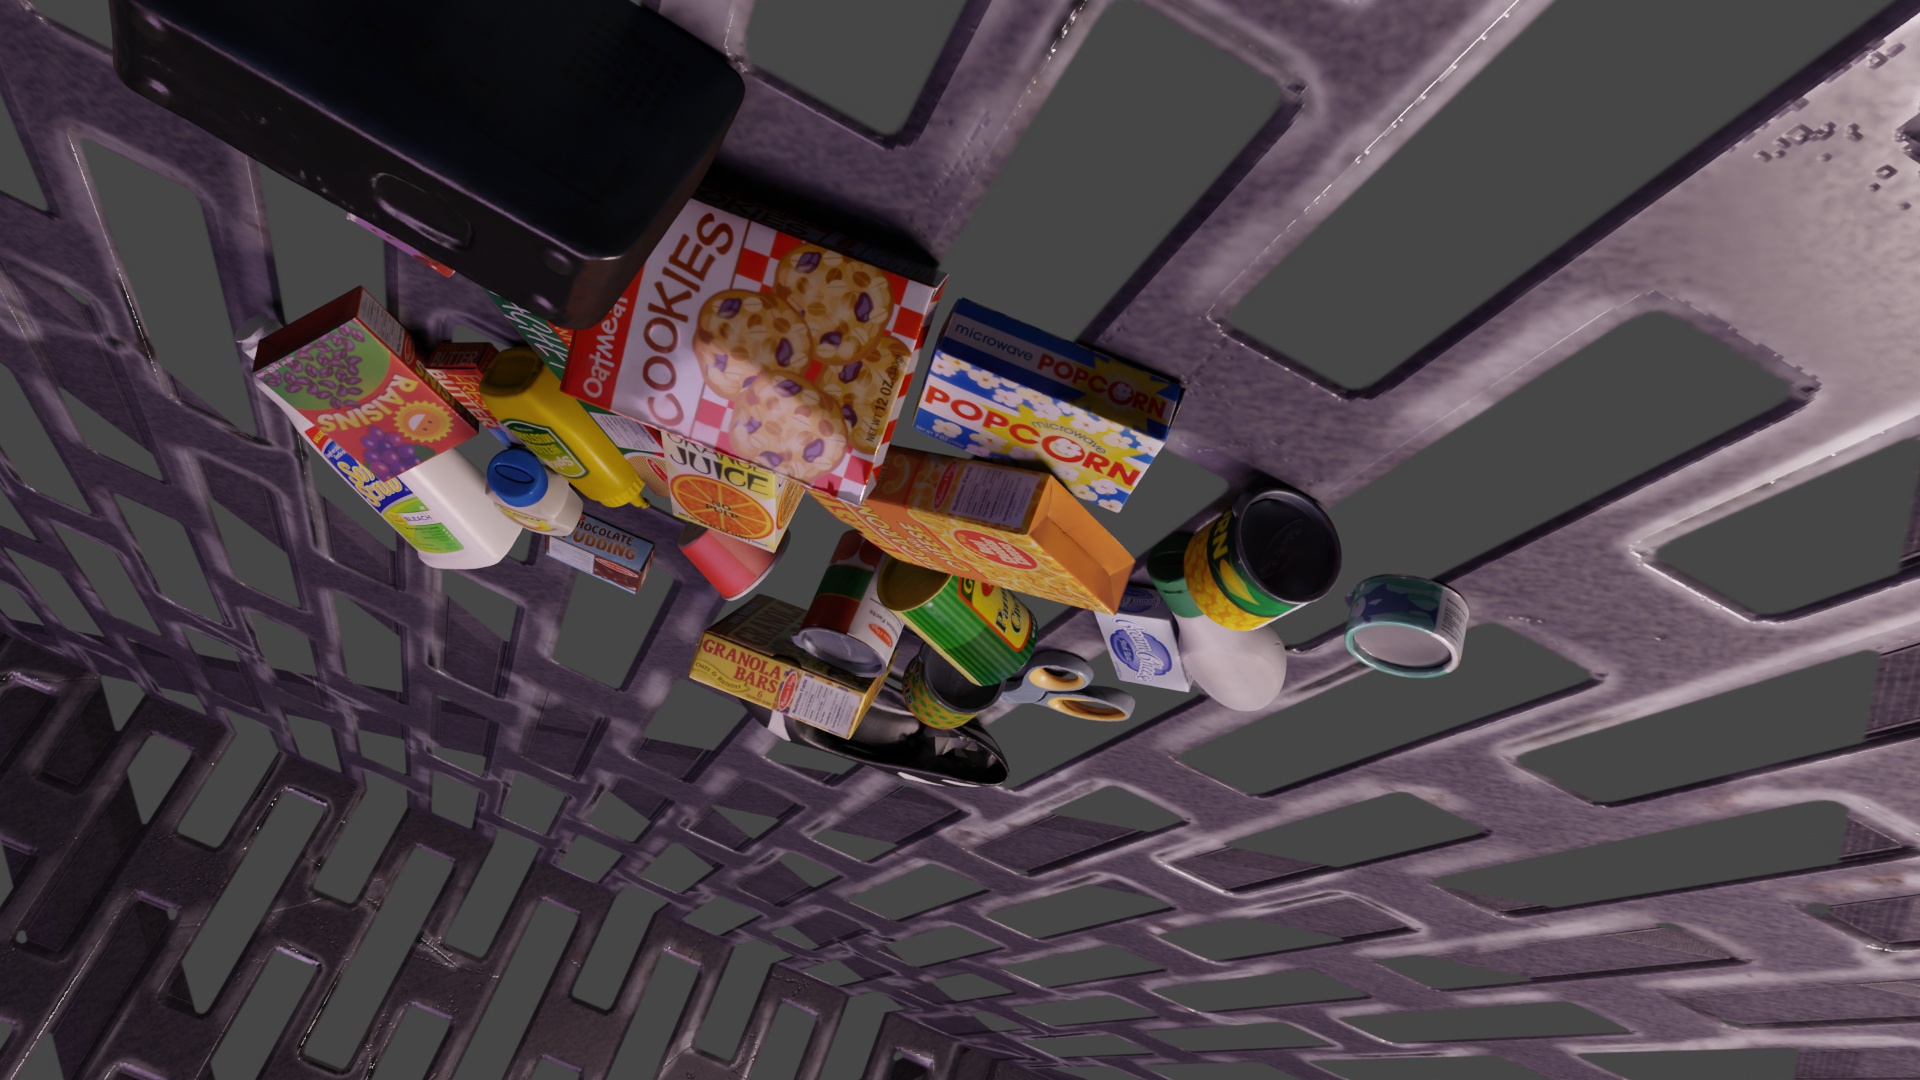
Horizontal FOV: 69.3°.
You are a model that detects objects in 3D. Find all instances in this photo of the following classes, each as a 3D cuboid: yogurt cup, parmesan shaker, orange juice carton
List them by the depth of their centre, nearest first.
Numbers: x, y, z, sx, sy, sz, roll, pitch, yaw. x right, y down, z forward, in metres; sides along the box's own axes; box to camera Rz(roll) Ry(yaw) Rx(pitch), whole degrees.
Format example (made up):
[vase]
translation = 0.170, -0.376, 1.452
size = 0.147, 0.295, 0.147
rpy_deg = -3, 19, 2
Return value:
[orange juice carton]
translation = -0.126, -0.075, 0.807
size = 0.072, 0.073, 0.191
rpy_deg = 20, 152, 3
[parmesan shaker]
translation = -0.001, 0.044, 0.947
size = 0.071, 0.071, 0.103
rpy_deg = -4, 144, 40
[yogurt cup]
translation = -0.162, 0.001, 0.984
size = 0.054, 0.073, 0.072
rpy_deg = 44, 146, -22

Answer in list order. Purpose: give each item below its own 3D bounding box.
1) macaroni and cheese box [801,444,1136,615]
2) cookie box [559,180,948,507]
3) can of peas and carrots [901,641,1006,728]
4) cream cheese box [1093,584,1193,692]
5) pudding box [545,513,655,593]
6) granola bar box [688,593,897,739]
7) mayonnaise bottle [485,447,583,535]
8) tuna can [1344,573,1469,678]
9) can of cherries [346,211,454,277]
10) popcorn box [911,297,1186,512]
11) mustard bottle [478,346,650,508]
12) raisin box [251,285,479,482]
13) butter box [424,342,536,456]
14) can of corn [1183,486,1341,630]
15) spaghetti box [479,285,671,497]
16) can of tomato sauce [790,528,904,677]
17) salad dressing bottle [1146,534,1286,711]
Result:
[macaroni and cheese box]
translation = 0.003, -0.010, 0.821
size = 0.166, 0.040, 0.123
rpy_deg = 13, 164, 35
[cookie box]
translation = -0.106, -0.104, 0.701
size = 0.167, 0.040, 0.122
rpy_deg = 21, 113, 1
[can of peas and carrots]
translation = -0.008, 0.105, 1.058
size = 0.071, 0.071, 0.058
rpy_deg = 26, 153, -9
[cream cheese box]
translation = 0.126, 0.065, 0.936
size = 0.053, 0.024, 0.103
rpy_deg = 8, 150, 23
[pudding box]
translation = -0.293, 0.008, 1.126
size = 0.084, 0.030, 0.049
rpy_deg = 24, 152, -5
[granola bar box]
translation = -0.121, 0.090, 1.048
size = 0.124, 0.039, 0.166
rpy_deg = 21, -172, 2
[mayonnaise bottle]
translation = -0.314, -0.036, 1.009
size = 0.065, 0.041, 0.148
rpy_deg = 19, 170, -6
[tuna can]
translation = 0.255, 0.050, 0.804
size = 0.071, 0.033, 0.070
rpy_deg = 16, 152, 9
[can of cherries]
translation = -0.277, -0.182, 0.728
size = 0.058, 0.072, 0.071
rpy_deg = 32, 151, -19
[popcorn box]
translation = 0.043, -0.070, 0.732
size = 0.127, 0.038, 0.085
rpy_deg = 22, 153, -1
[mustard bottle]
translation = -0.256, -0.065, 0.944
size = 0.065, 0.049, 0.159
rpy_deg = 8, 150, 33
[raisin box]
translation = -0.403, -0.104, 0.950
size = 0.086, 0.040, 0.123
rpy_deg = -26, 136, 10
[butter box]
translation = -0.316, -0.096, 0.960
size = 0.053, 0.024, 0.103
rpy_deg = 5, 149, 30
[can of corn]
translation = 0.162, 0.009, 0.762
size = 0.071, 0.071, 0.058
rpy_deg = 27, 153, -11
[spaghetti box]
translation = -0.224, -0.106, 0.870
size = 0.050, 0.029, 0.249
rpy_deg = 8, 150, 26
[can of tomato sauce]
translation = -0.070, 0.043, 0.970
size = 0.071, 0.083, 0.071
rpy_deg = 17, 152, 9
[salad dressing bottle]
translation = 0.159, 0.053, 0.868
size = 0.064, 0.044, 0.147
rpy_deg = -3, 143, 31
